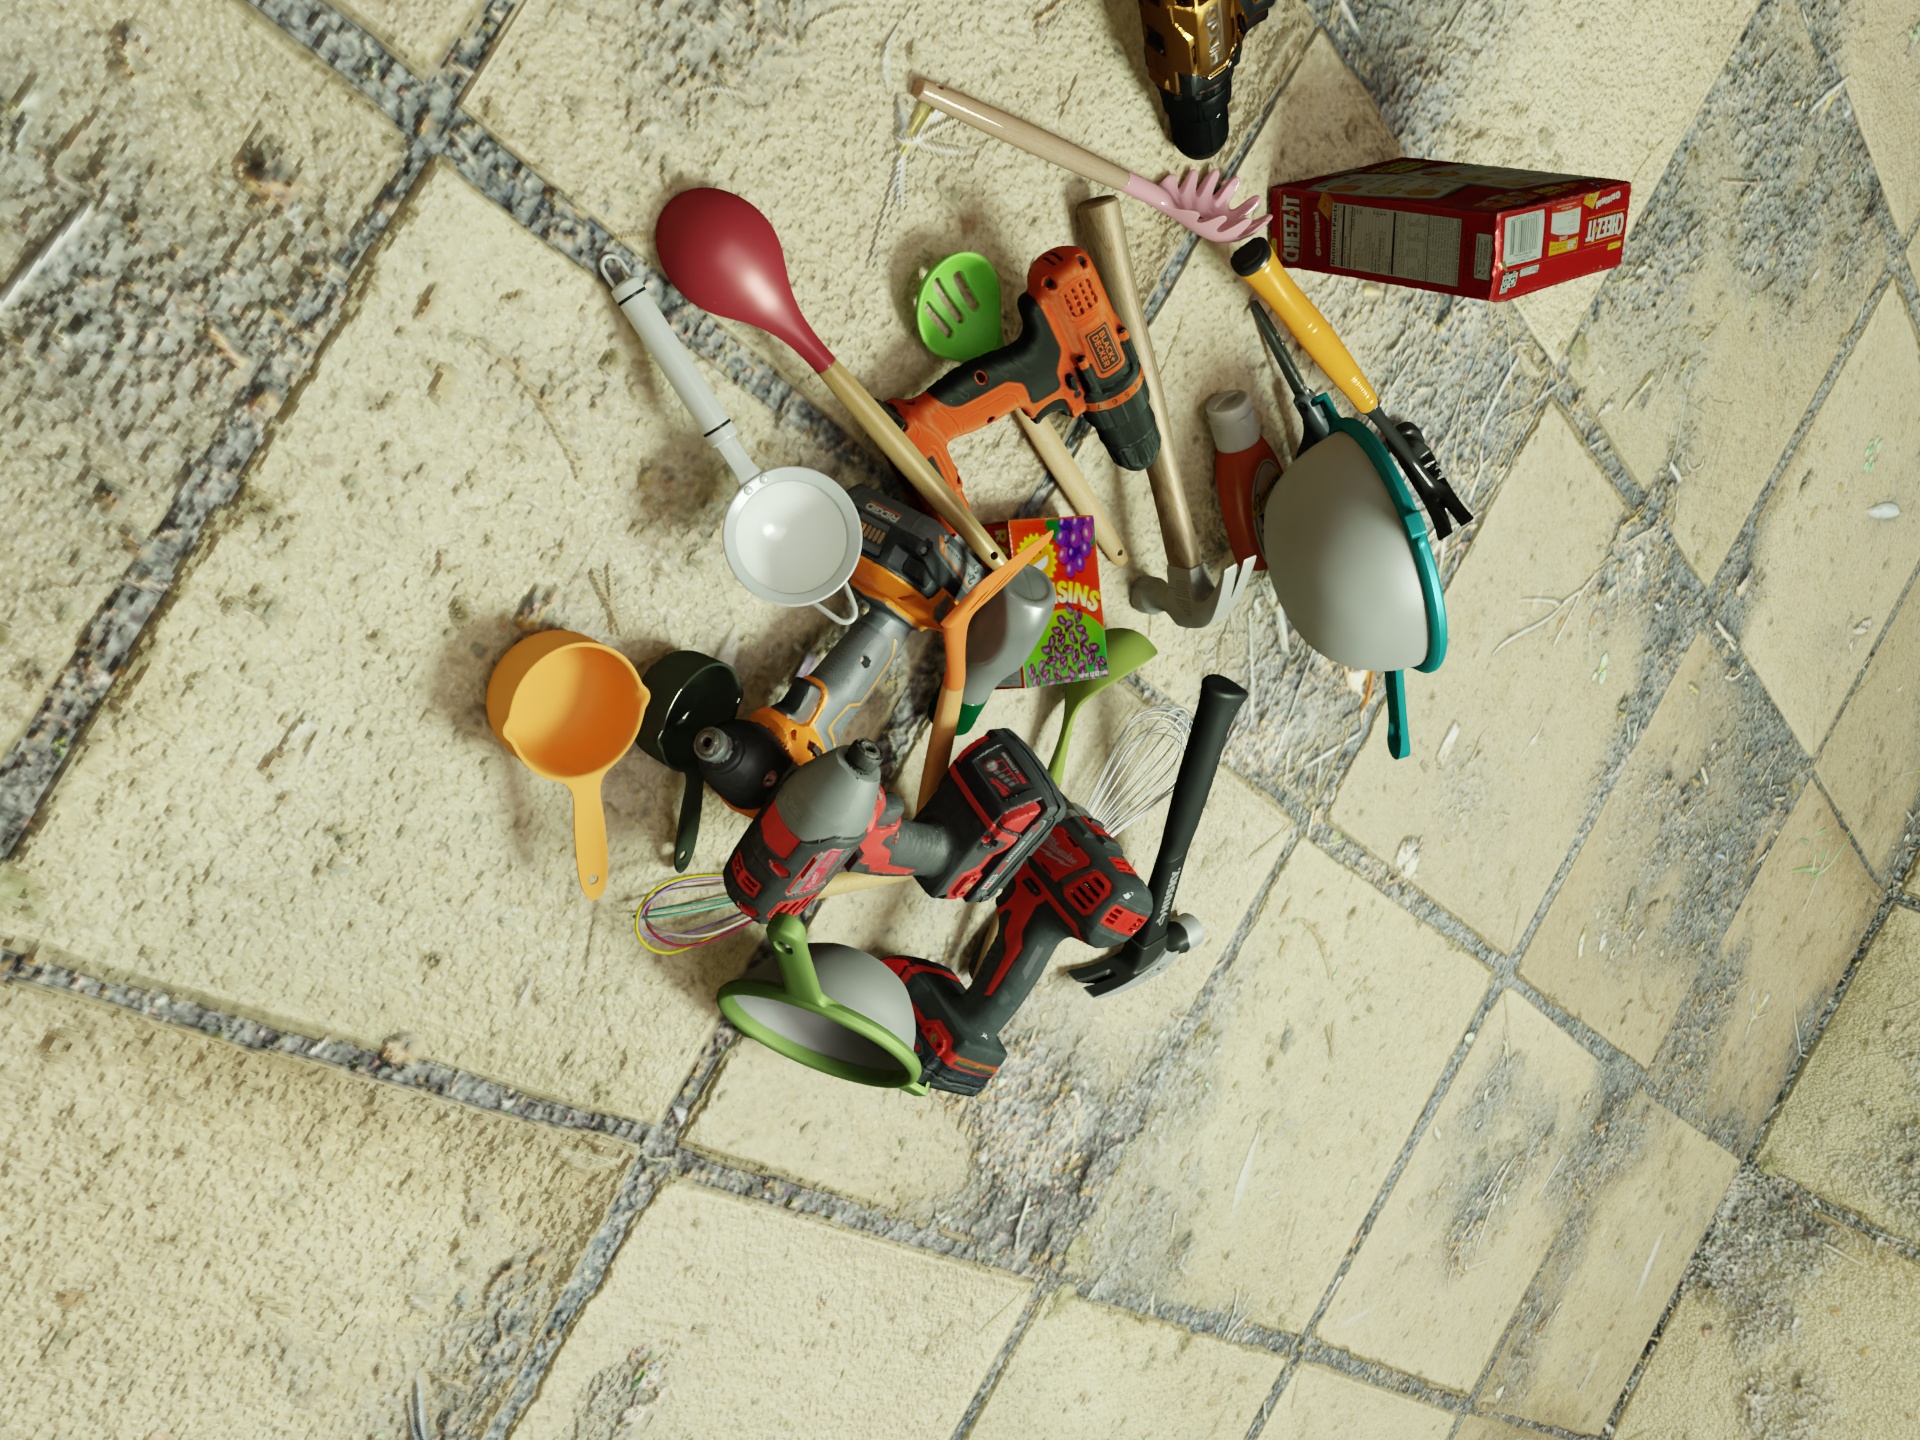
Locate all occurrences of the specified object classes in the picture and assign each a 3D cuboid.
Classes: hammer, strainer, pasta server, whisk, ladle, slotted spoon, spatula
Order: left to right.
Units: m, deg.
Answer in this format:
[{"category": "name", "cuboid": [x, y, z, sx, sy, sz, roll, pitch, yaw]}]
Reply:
[{"category": "strainer", "cuboid": [-0.140, -0.168, 0.965, 0.087, 0.050, 0.258, -36, 106, -12]}, {"category": "whisk", "cuboid": [-0.127, 0.124, 1.129, 0.245, 0.051, 0.047, -7, 77, -43]}, {"category": "strainer", "cuboid": [-0.091, 0.167, 1.061, 0.256, 0.151, 0.069, 85, 25, -58]}, {"category": "ladle", "cuboid": [-0.069, -0.203, 1.000, 0.069, 0.031, 0.315, -46, 117, -3]}, {"category": "spatula", "cuboid": [-0.002, -0.004, 1.101, 0.081, 0.041, 0.322, -39, 153, -38]}, {"category": "slotted spoon", "cuboid": [0.053, -0.214, 1.153, 0.070, 0.031, 0.313, -46, 133, -6]}, {"category": "ladle", "cuboid": [0.075, 0.077, 1.255, 0.062, 0.078, 0.320, 20, 94, 1]}, {"category": "whisk", "cuboid": [0.099, 0.100, 1.303, 0.284, 0.070, 0.070, -50, 131, -6]}, {"category": "pasta server", "cuboid": [0.098, -0.393, 1.112, 0.316, 0.060, 0.040, 8, 138, -39]}, {"category": "hammer", "cuboid": [0.143, -0.221, 1.181, 0.031, 0.130, 0.331, -28, 115, -24]}, {"category": "hammer", "cuboid": [0.174, 0.098, 1.304, 0.146, 0.035, 0.334, -24, 140, -34]}, {"category": "strainer", "cuboid": [0.310, -0.078, 1.287, 0.095, 0.211, 0.340, -19, 132, 1]}, {"category": "hammer", "cuboid": [0.315, -0.272, 1.286, 0.034, 0.127, 0.336, -34, 137, 22]}]

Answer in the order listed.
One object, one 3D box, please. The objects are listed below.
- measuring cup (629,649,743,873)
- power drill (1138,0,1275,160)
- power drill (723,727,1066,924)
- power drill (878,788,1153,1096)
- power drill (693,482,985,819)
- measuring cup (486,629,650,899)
[{"category": "measuring cup", "cuboid": [-0.187, 0.028, 1.045, 0.083, 0.038, 0.167, -35, 145, -49]}, {"category": "power drill", "cuboid": [0.222, -0.507, 1.098, 0.226, 0.084, 0.185, -37, 152, -6]}, {"category": "power drill", "cuboid": [-0.039, 0.064, 1.046, 0.219, 0.079, 0.143, -1, 137, -48]}, {"category": "power drill", "cuboid": [0.021, 0.148, 1.198, 0.226, 0.188, 0.080, -50, 139, 12]}, {"category": "power drill", "cuboid": [-0.086, -0.035, 1.046, 0.226, 0.084, 0.164, -60, 155, -3]}, {"category": "measuring cup", "cuboid": [-0.244, 0.027, 0.986, 0.095, 0.052, 0.173, -17, 119, -34]}]
